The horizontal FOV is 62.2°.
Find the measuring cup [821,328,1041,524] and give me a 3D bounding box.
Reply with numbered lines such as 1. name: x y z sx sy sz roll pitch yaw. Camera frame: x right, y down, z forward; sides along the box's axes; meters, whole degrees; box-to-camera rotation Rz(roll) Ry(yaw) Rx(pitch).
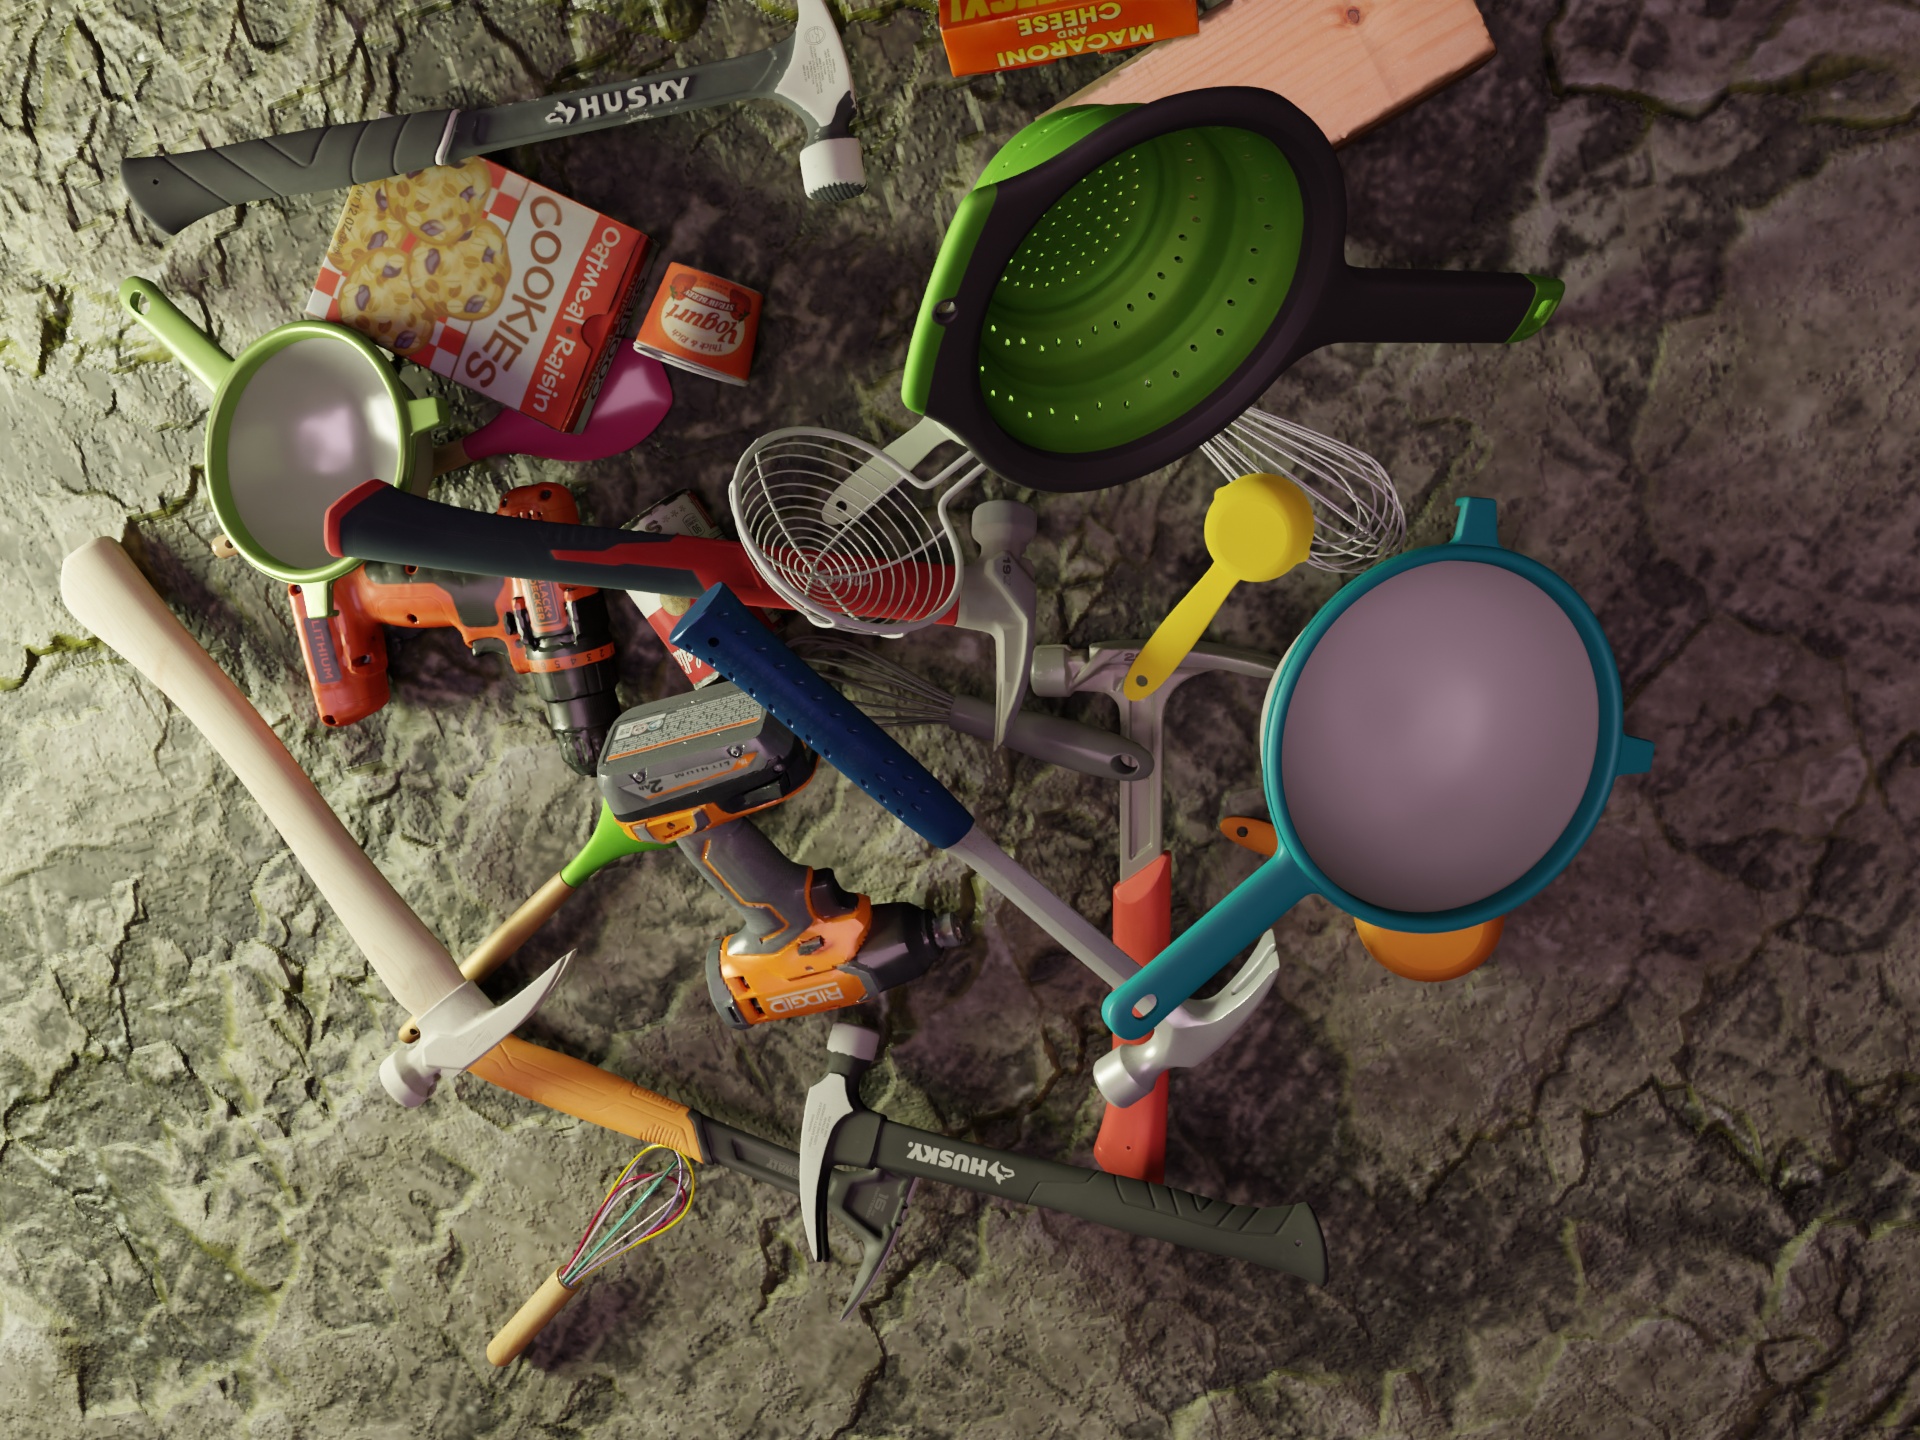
1. measuring cup: -0.019 -0.164 0.912 0.167 0.038 0.083 -38 98 15

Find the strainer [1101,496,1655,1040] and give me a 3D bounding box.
1. strainer: 0.200 0.046 0.879 0.340 0.095 0.211 -40 107 -3

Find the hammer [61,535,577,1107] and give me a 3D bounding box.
1. hammer: -0.422 0.046 1.019 0.146 0.038 0.410 -38 91 6

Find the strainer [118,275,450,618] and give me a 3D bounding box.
1. strainer: -0.402 -0.186 0.950 0.256 0.069 0.151 40 105 17

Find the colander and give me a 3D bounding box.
1. colander: 0.136 -0.222 0.774 0.397 0.095 0.204 -8 139 -31

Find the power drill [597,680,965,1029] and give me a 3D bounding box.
1. power drill: -0.102 0.085 0.957 0.164 0.084 0.226 -15 123 12

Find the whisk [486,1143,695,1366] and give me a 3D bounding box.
1. whisk: -0.260 0.381 1.112 0.047 0.051 0.245 38 111 -10

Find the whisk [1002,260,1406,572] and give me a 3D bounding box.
1. whisk: 0.127 -0.177 0.882 0.284 0.070 0.070 36 108 2

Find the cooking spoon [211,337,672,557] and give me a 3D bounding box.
1. cooking spoon: -0.323 -0.157 0.973 0.319 0.017 0.068 -18 103 13

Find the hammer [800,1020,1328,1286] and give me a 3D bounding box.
1. hammer: 0.060 0.294 0.983 0.335 0.035 0.146 11 73 12

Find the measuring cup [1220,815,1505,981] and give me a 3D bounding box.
1. measuring cup: 0.237 0.097 0.943 0.173 0.052 0.095 19 108 4

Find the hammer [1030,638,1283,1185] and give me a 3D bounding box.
1. hammer: 0.121 0.127 0.975 0.149 0.037 0.359 3 107 15

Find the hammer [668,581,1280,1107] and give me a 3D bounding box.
1. hammer: 0.010 0.066 0.885 0.144 0.035 0.405 -40 111 22

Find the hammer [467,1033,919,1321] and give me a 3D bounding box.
1. hammer: -0.196 0.273 1.048 0.337 0.034 0.127 21 70 5

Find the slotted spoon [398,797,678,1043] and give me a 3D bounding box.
1. slotted spoon: -0.271 0.121 1.044 0.313 0.031 0.070 -41 104 19

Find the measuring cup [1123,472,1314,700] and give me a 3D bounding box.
1. measuring cup: 0.133 -0.066 0.873 0.062 0.029 0.156 38 117 6

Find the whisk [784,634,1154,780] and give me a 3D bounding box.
1. whisk: -0.002 -0.002 0.934 0.239 0.055 0.055 15 108 15

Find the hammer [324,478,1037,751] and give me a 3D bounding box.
1. hammer: -0.150 -0.070 0.879 0.386 0.038 0.143 5 74 -8

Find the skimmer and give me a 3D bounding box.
1. skimmer: 0.050 -0.172 0.809 0.363 0.090 0.127 -36 80 -6

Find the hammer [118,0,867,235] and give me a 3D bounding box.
1. hammer: -0.261 -0.328 0.868 0.409 0.036 0.149 -9 93 4
